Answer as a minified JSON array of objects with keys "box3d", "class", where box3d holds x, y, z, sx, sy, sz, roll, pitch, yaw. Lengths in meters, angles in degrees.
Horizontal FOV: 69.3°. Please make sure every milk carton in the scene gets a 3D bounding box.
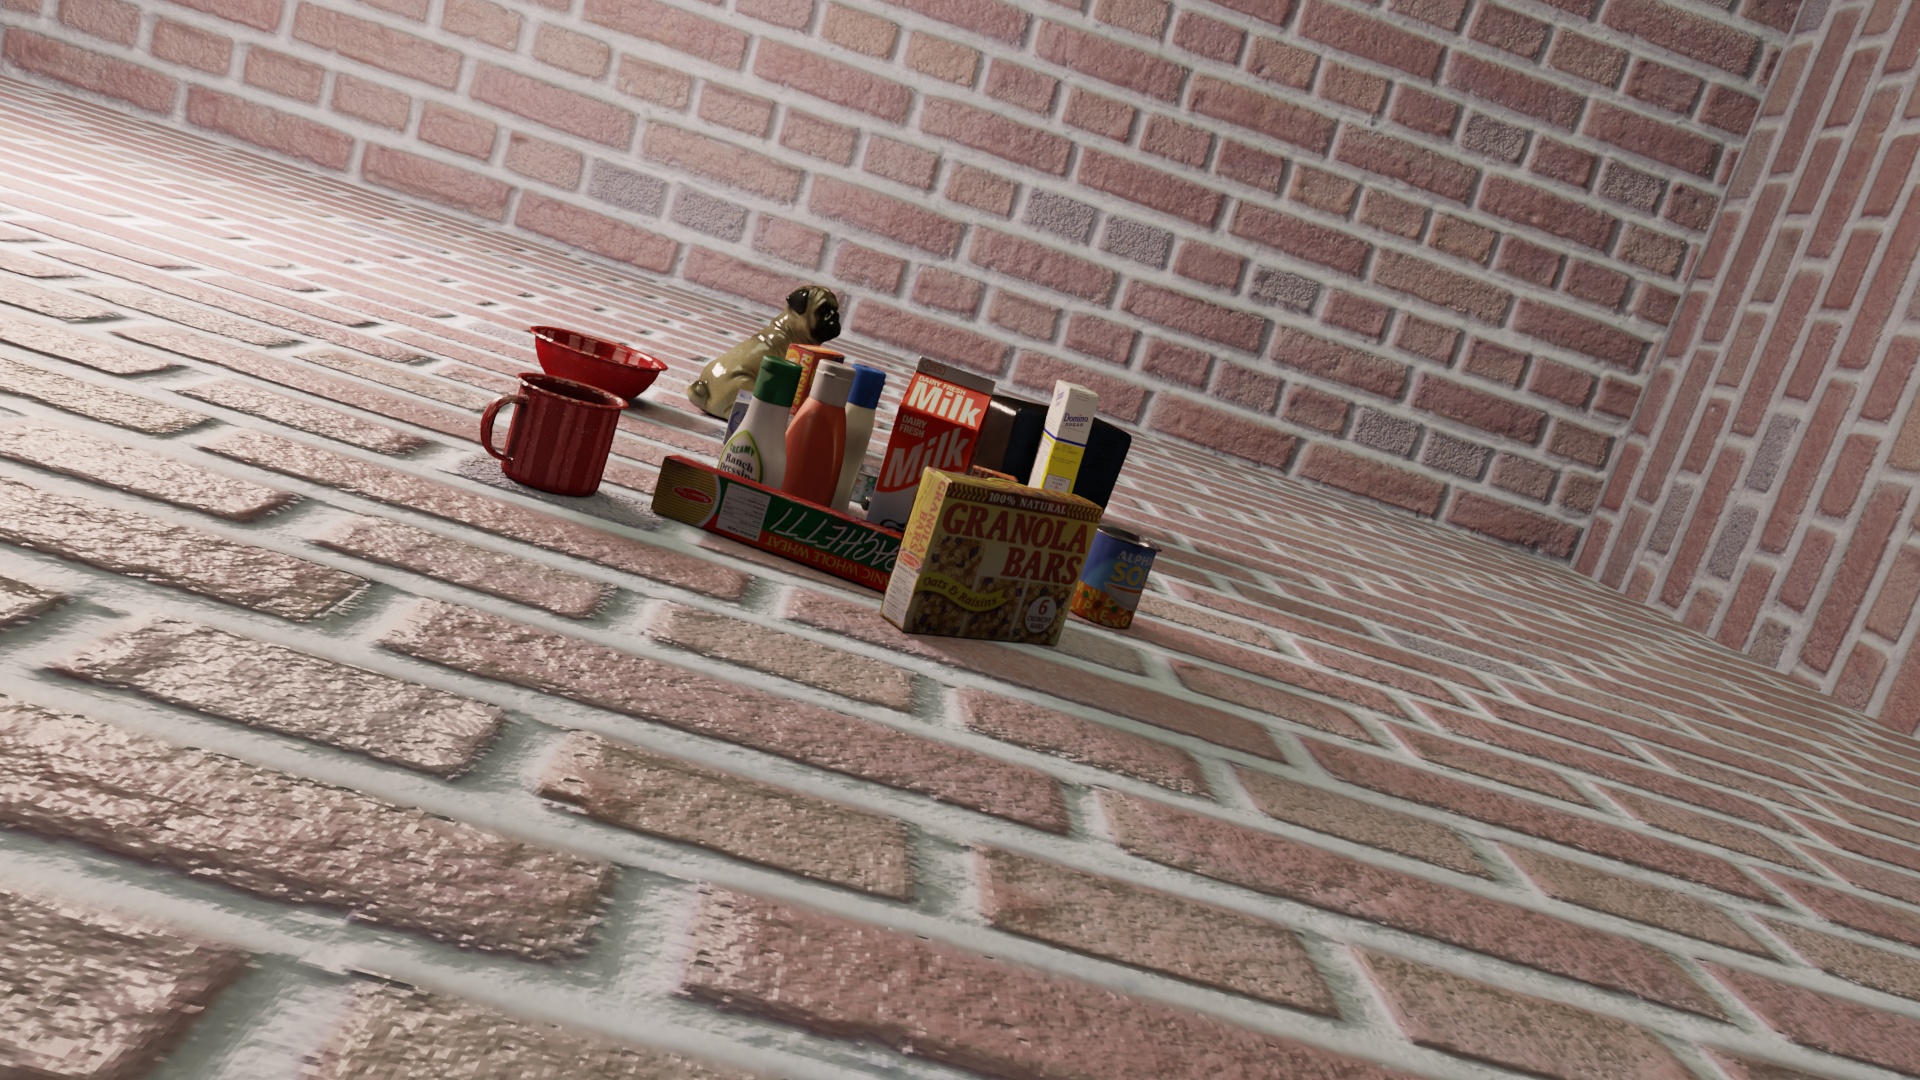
[{"box3d":[-0.030,-0.058,1.202,0.072,0.190,0.073,19,11,3],"class":"milk carton"}]

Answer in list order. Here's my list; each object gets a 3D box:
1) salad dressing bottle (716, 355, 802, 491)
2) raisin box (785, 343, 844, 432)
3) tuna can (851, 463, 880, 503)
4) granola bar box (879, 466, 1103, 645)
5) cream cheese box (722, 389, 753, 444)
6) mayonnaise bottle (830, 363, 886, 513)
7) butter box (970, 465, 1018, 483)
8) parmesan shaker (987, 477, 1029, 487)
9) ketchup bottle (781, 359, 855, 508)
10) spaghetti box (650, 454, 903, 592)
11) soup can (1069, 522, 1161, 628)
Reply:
[{"box3d":[-0.178,-0.090,1.235,0.064,0.147,0.044,24,12,31],"class":"salad dressing bottle"},{"box3d":[-0.190,-0.175,1.690,0.040,0.123,0.086,22,11,18],"class":"raisin box"},{"box3d":[-0.114,-0.065,1.512,0.071,0.032,0.071,17,11,-3],"class":"tuna can"},{"box3d":[0.026,0.015,1.107,0.166,0.124,0.039,9,14,-40],"class":"granola bar box"},{"box3d":[-0.255,-0.141,1.609,0.024,0.053,0.104,16,11,-10],"class":"cream cheese box"},{"box3d":[-0.114,-0.104,1.402,0.041,0.147,0.065,15,11,-18],"class":"mayonnaise bottle"},{"box3d":[0.012,-0.063,1.651,0.103,0.053,0.024,16,11,-9],"class":"butter box"},{"box3d":[0.038,0.003,1.241,0.071,0.103,0.071,17,11,-3],"class":"parmesan shaker"},{"box3d":[-0.139,-0.098,1.336,0.065,0.148,0.043,20,11,10],"class":"ketchup bottle"},{"box3d":[-0.136,-0.009,1.163,0.250,0.050,0.029,19,11,6],"class":"spaghetti box"},{"box3d":[0.144,0.034,1.307,0.071,0.083,0.071,17,11,-3],"class":"soup can"}]
